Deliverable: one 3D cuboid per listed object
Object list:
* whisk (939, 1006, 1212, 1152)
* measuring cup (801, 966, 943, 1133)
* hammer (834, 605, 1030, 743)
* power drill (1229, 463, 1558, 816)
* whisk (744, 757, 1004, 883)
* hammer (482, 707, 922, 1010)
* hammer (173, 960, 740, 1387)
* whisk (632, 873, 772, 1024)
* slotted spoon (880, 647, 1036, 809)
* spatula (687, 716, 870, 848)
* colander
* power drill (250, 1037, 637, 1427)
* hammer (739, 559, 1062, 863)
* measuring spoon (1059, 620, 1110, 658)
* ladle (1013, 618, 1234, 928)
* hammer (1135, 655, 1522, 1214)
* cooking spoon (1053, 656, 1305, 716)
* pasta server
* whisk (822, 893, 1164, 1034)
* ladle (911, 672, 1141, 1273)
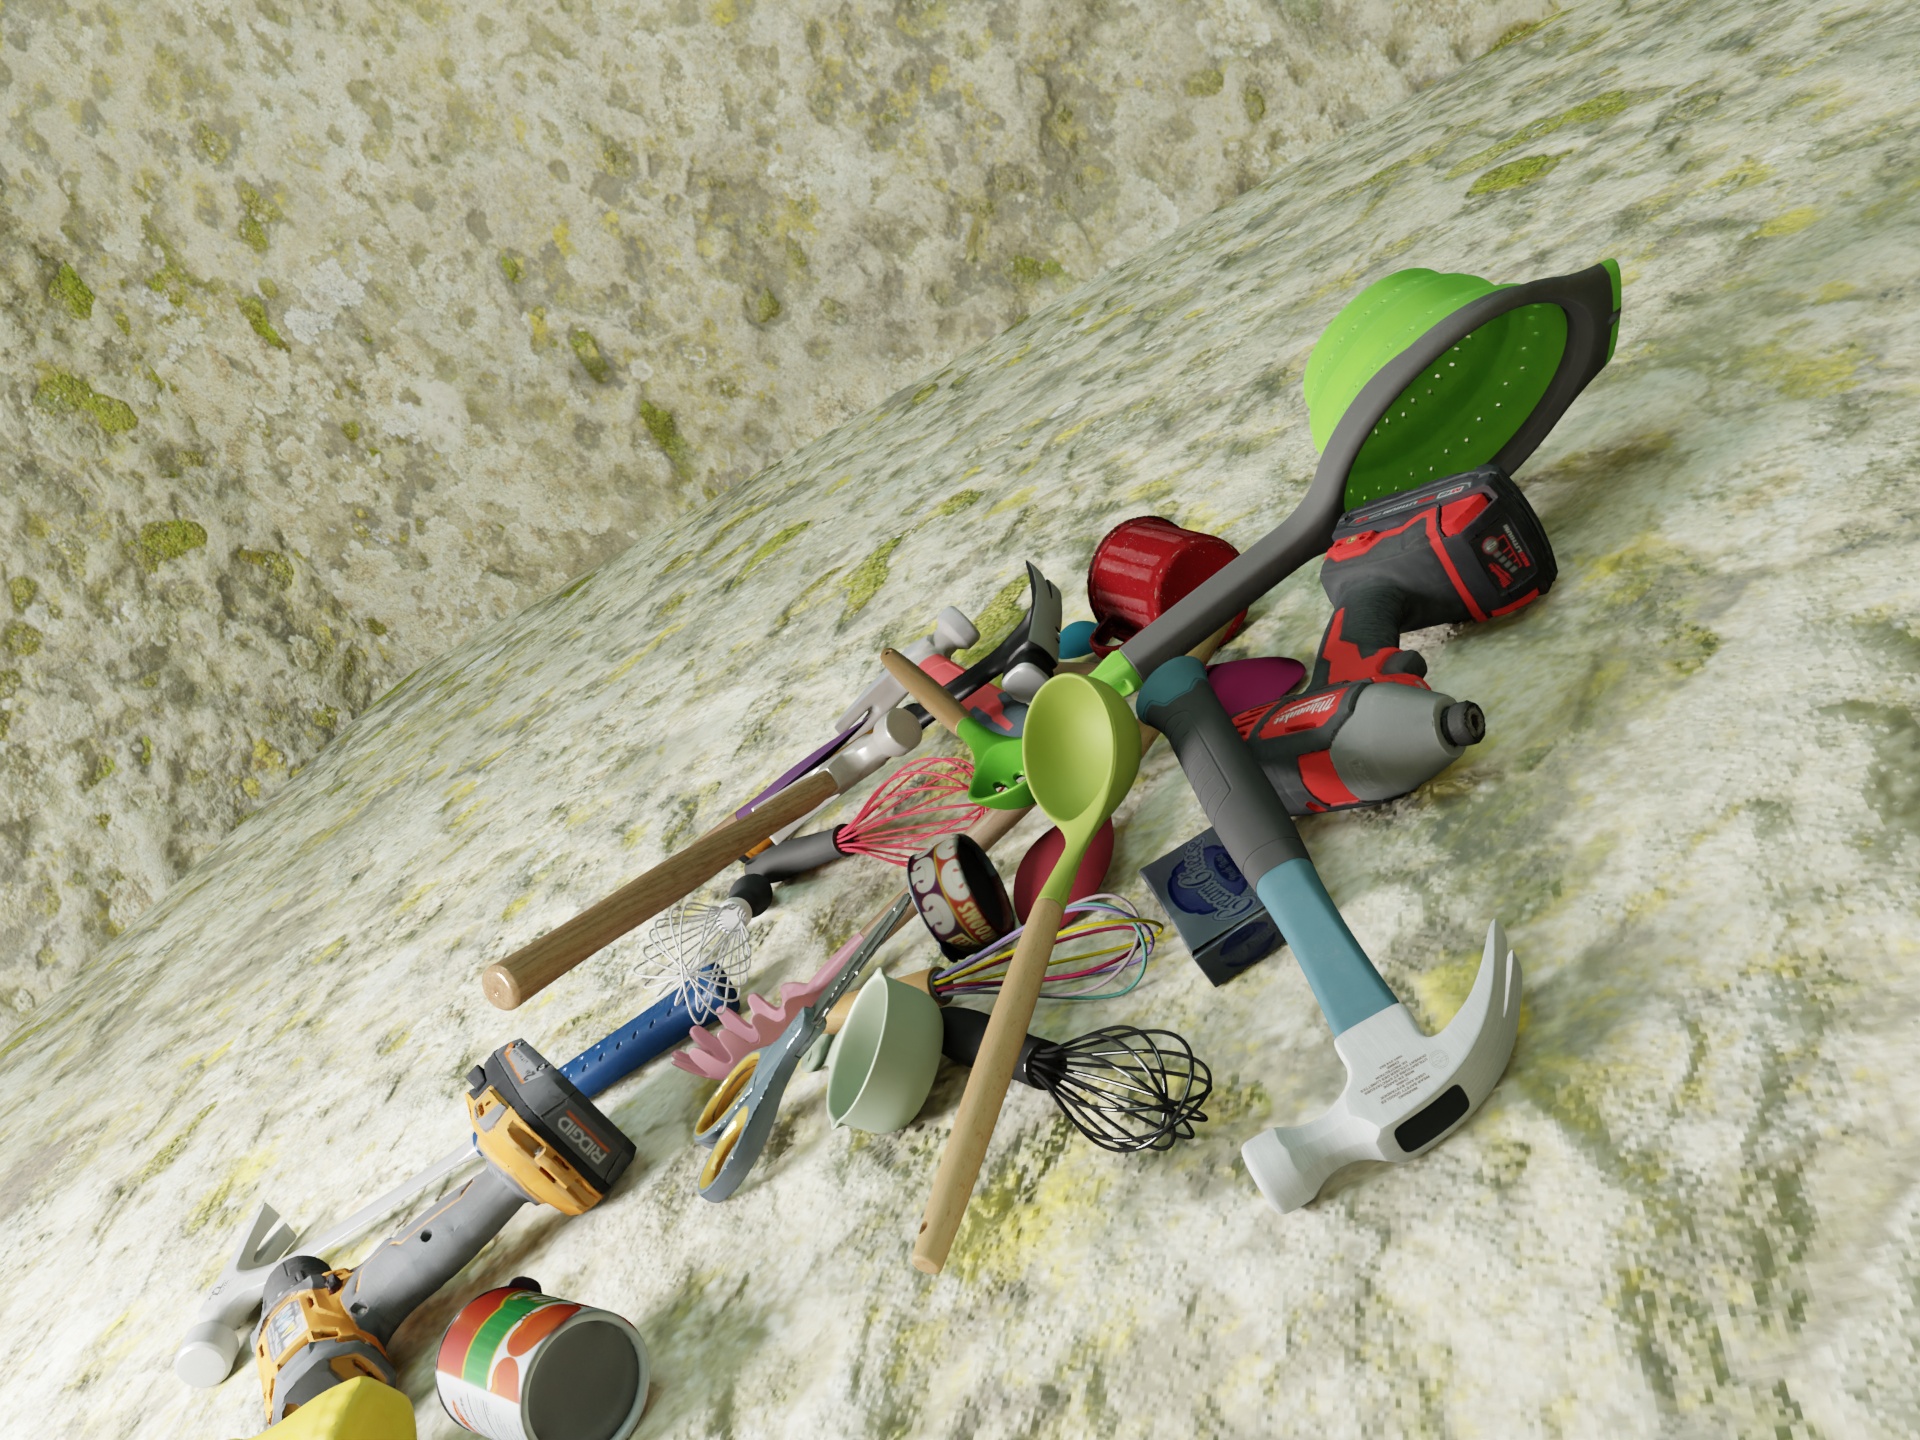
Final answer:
[{"bbox_3d":[0.039,0.156,0.734,0.055,0.055,0.239,-41,16,-21],"label":"whisk"},{"bbox_3d":[-0.050,0.179,0.839,0.167,0.038,0.083,144,144,-67],"label":"measuring cup"},{"bbox_3d":[0.011,0.004,1.153,0.143,0.038,0.386,-45,22,-4],"label":"hammer"},{"bbox_3d":[0.234,-0.038,0.850,0.143,0.078,0.220,-15,30,46],"label":"power drill"},{"bbox_3d":[-0.068,0.078,1.087,0.296,0.073,0.073,-21,22,50],"label":"whisk"},{"bbox_3d":[-0.161,0.088,0.996,0.130,0.031,0.331,-35,-2,44],"label":"hammer"},{"bbox_3d":[-0.322,0.278,1.040,0.405,0.035,0.144,-33,19,3],"label":"hammer"},{"bbox_3d":[-0.151,0.131,1.023,0.070,0.070,0.284,-33,3,3],"label":"whisk"},{"bbox_3d":[-0.002,-0.003,1.027,0.070,0.031,0.314,-33,25,-7],"label":"slotted spoon"},{"bbox_3d":[-0.181,0.087,1.202,0.316,0.018,0.060,-38,3,30],"label":"spatula"},{"bbox_3d":[0.214,-0.157,0.977,0.397,0.204,0.095,-37,61,3],"label":"colander"},{"bbox_3d":[-0.311,0.294,0.922,0.226,0.084,0.185,-46,21,-19],"label":"power drill"},{"bbox_3d":[-0.057,0.011,1.168,0.337,0.034,0.127,-35,28,31],"label":"hammer"},{"bbox_3d":[0.108,-0.082,1.215,0.042,0.021,0.129,-8,23,34],"label":"measuring spoon"},{"bbox_3d":[0.114,0.008,0.970,0.069,0.031,0.315,-12,31,46],"label":"ladle"},{"bbox_3d":[0.140,0.064,0.714,0.128,0.033,0.331,-30,32,7],"label":"hammer"},{"bbox_3d":[0.122,-0.030,1.093,0.069,0.017,0.319,-39,20,-20],"label":"cooking spoon"},{"bbox_3d":[-0.040,0.107,0.949,0.316,0.040,0.060,-42,8,-5],"label":"pasta server"},{"bbox_3d":[0.008,0.139,0.848,0.245,0.051,0.047,-23,0,39],"label":"whisk"},{"bbox_3d":[0.024,0.100,0.732,0.078,0.062,0.320,-46,15,46],"label":"ladle"}]
